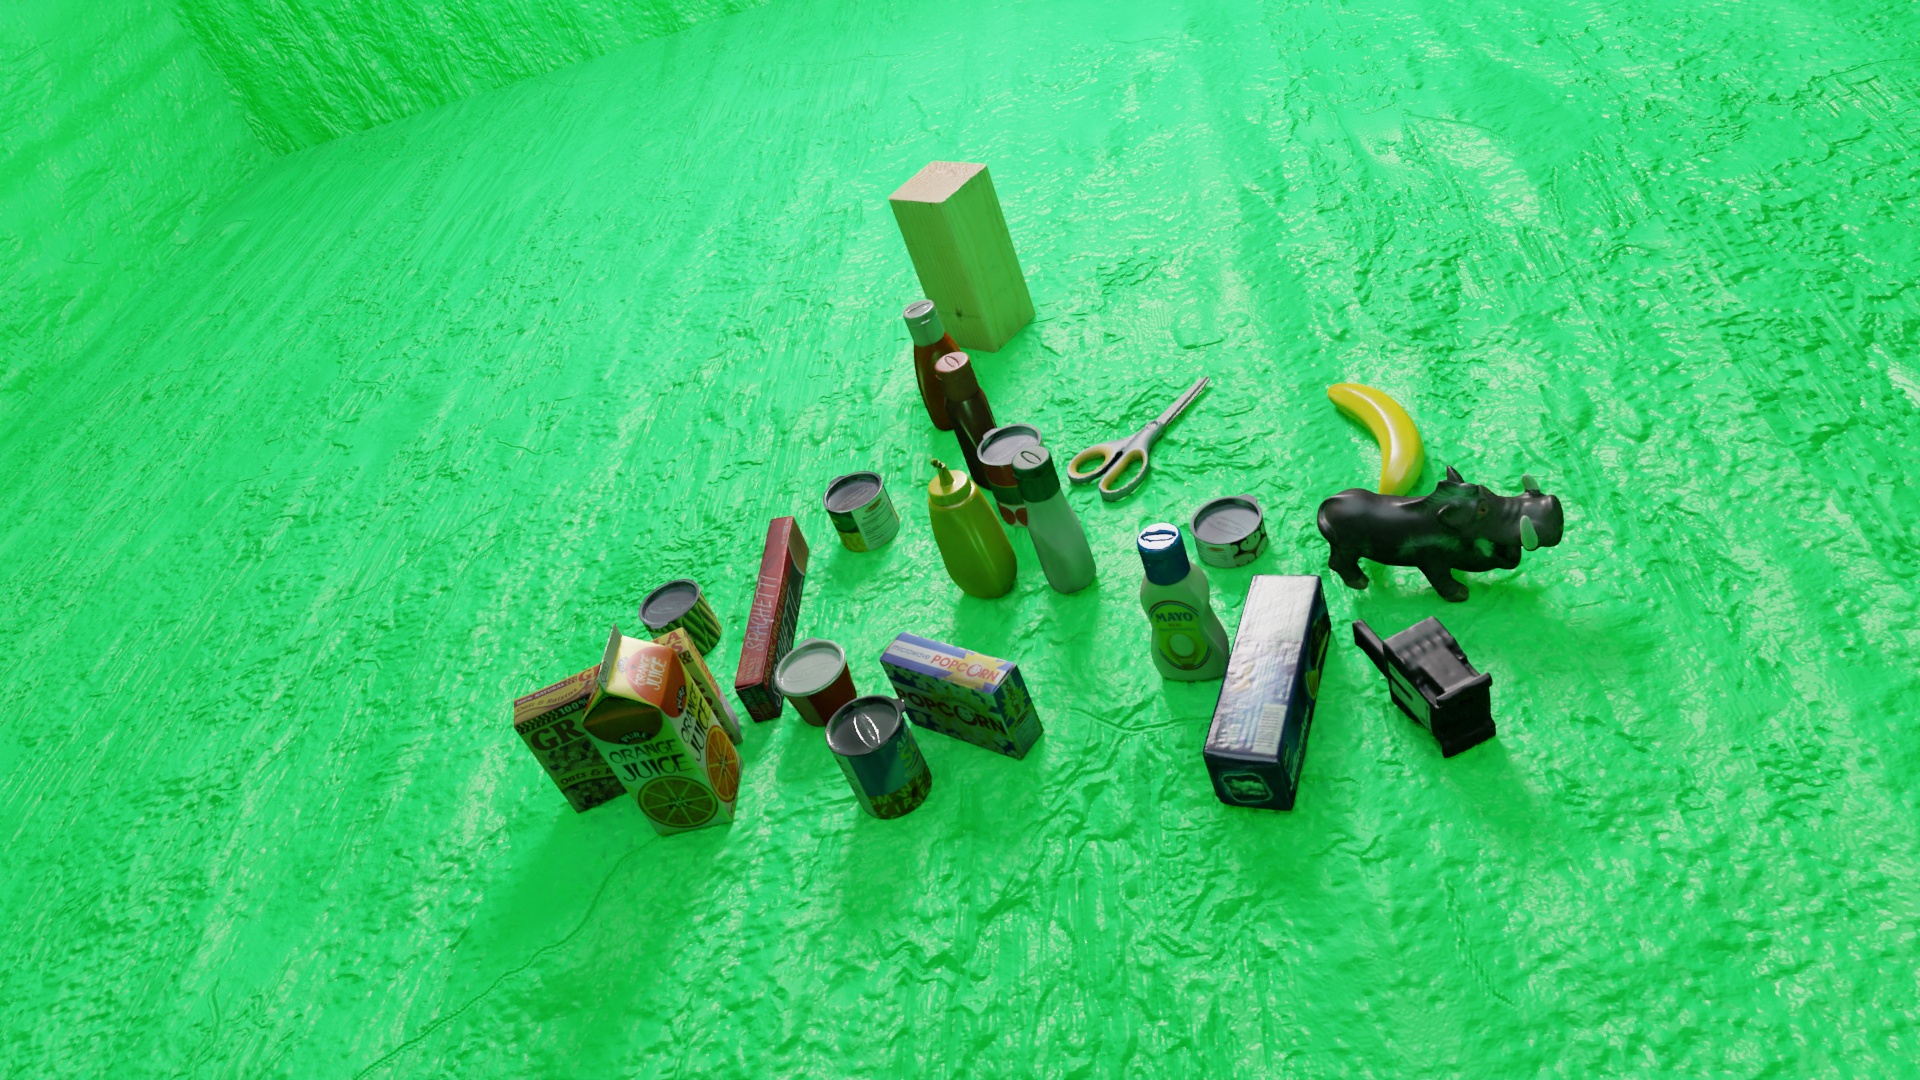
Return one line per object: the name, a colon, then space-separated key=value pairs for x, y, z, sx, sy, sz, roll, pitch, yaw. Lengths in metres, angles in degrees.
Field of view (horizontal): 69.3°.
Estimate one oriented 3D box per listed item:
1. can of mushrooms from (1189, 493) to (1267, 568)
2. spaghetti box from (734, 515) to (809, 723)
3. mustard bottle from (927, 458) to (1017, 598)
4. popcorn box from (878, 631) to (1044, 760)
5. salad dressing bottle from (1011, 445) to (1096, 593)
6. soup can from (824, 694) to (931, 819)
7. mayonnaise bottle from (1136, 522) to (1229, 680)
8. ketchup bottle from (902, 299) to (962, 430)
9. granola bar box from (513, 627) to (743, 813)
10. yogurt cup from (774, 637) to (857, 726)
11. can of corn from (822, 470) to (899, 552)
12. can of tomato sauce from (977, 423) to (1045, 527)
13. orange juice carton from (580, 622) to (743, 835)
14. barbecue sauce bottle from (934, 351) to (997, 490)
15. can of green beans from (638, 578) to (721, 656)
can of mushrooms: x=0.247 y=-0.009 z=1.270 sx=0.071 sy=0.033 sz=0.071 roll=-14 pitch=37 yaw=11
spaghetti box: x=-0.183 y=0.072 z=1.369 sx=0.028 sy=0.050 sz=0.251 roll=-13 pitch=38 yaw=12
mustard bottle: x=0.005 y=-0.016 z=1.294 sx=0.065 sy=0.159 sz=0.049 roll=7 pitch=46 yaw=34
popcorn box: x=0.000 y=0.130 z=1.177 sx=0.127 sy=0.085 sz=0.038 roll=13 pitch=49 yaw=37
salad dressing bottle: x=0.084 y=-0.018 z=1.268 sx=0.044 sy=0.147 sz=0.064 roll=-34 pitch=38 yaw=-15
soup can: x=-0.064 y=0.178 z=1.150 sx=0.071 sy=0.083 sz=0.072 roll=-14 pitch=37 yaw=11
mayonnaise bottle: x=0.177 y=0.052 z=1.134 sx=0.065 sy=0.147 sz=0.041 roll=-4 pitch=40 yaw=23
ketchup bottle: x=-0.023 y=-0.195 z=1.540 sx=0.065 sy=0.148 sz=0.044 roll=-26 pitch=37 yaw=-6
granola bar box: x=-0.298 y=0.163 z=1.252 sx=0.166 sy=0.123 sz=0.039 roll=-24 pitch=37 yaw=-2
yogurt cup: x=-0.128 y=0.132 z=1.264 sx=0.072 sy=0.053 sz=0.073 roll=-14 pitch=37 yaw=11
can of corn: x=-0.104 y=-0.031 z=1.452 sx=0.071 sy=0.058 sz=0.071 roll=-14 pitch=37 yaw=11
can of tomato sauce: x=0.059 y=-0.065 z=1.392 sx=0.071 sy=0.082 sz=0.071 roll=-14 pitch=37 yaw=11
orange juice carton: x=-0.258 y=0.159 z=1.179 sx=0.073 sy=0.191 sz=0.072 roll=-13 pitch=37 yaw=11
barbecue sauce bottle: x=0.013 y=-0.124 z=1.434 sx=0.044 sy=0.148 sz=0.065 roll=-29 pitch=37 yaw=-9
can of green beans: x=-0.282 y=0.082 z=1.400 sx=0.071 sy=0.057 sz=0.071 roll=-14 pitch=37 yaw=11
